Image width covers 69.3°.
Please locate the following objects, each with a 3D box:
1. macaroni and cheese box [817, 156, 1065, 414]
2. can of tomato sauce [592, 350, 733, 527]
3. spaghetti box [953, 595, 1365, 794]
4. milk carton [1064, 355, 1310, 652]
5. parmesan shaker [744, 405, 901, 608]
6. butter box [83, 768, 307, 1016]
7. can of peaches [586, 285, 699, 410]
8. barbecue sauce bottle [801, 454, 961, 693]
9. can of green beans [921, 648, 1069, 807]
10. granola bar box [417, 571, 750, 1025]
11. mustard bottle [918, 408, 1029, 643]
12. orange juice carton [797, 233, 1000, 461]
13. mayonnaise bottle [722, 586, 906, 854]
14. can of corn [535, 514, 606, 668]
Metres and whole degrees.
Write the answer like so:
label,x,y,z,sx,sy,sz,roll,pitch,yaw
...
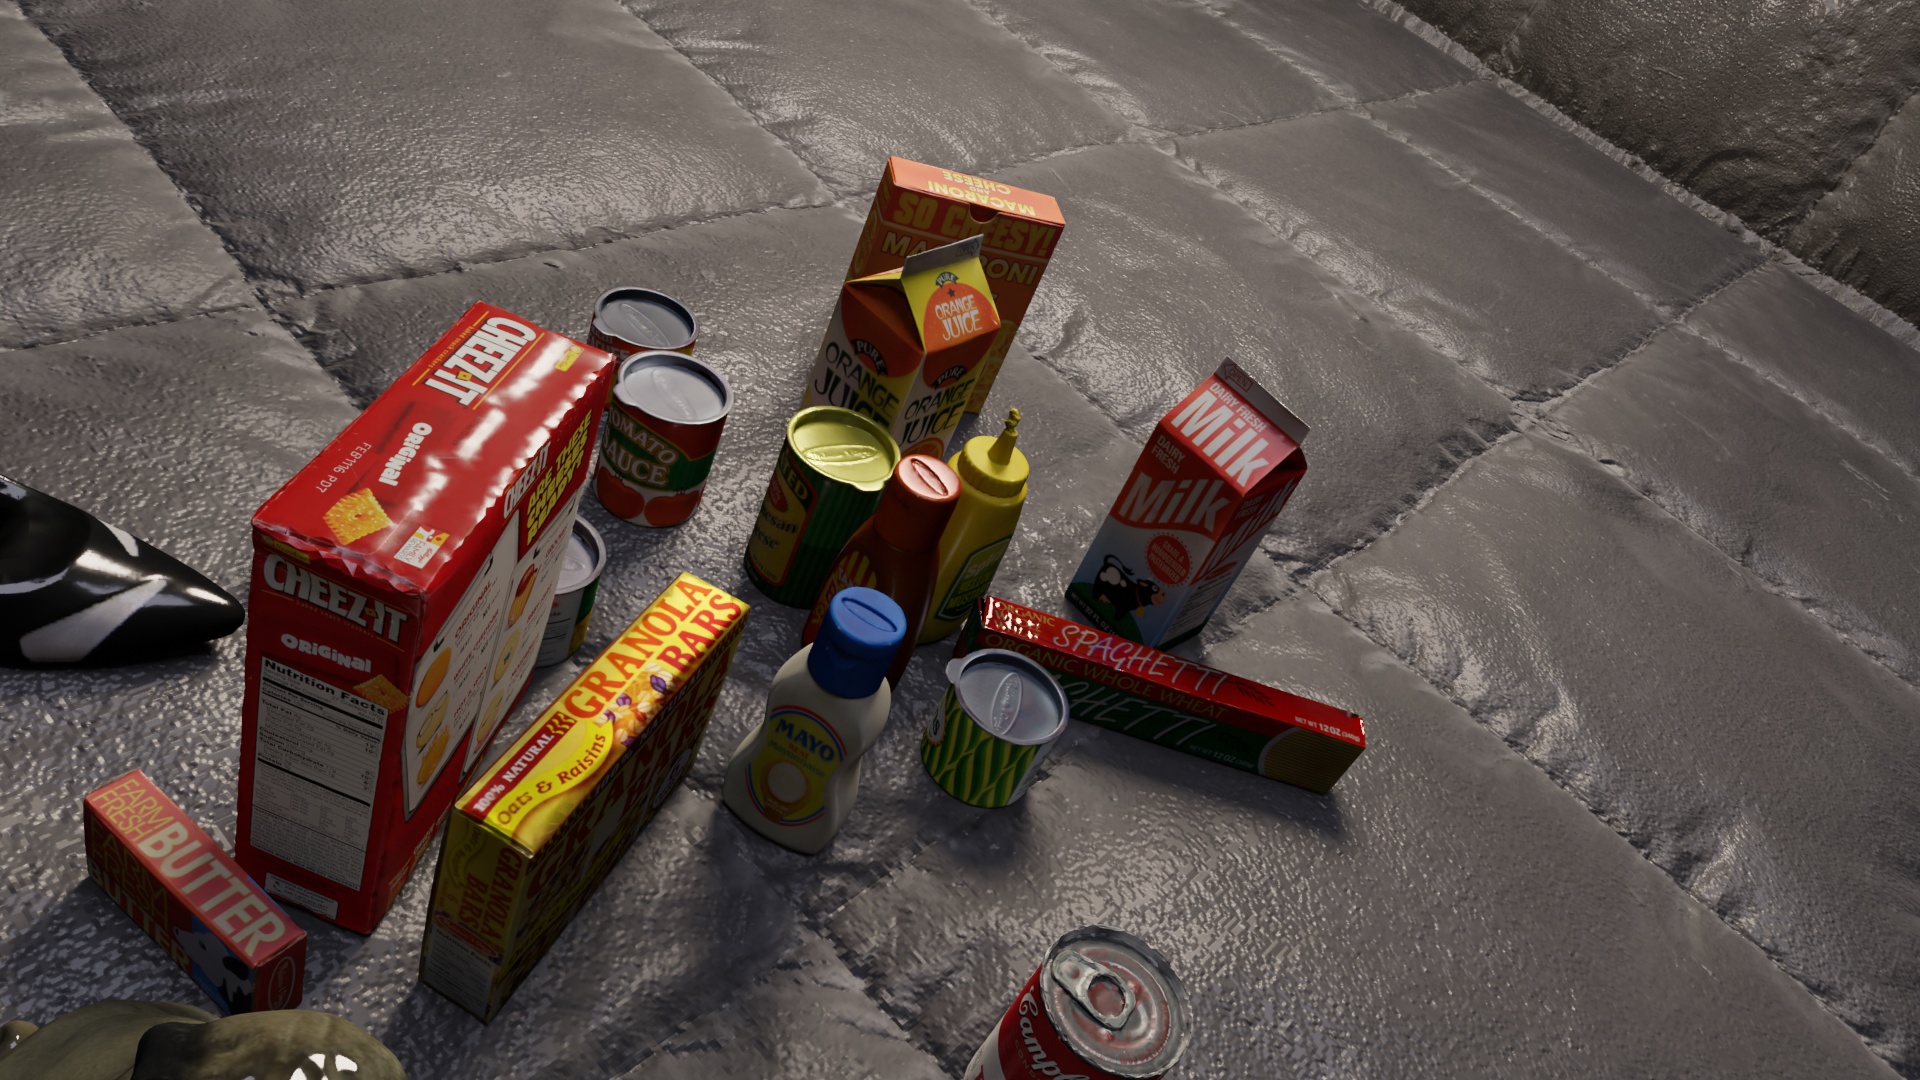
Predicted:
label,x,y,z,sx,sy,sz,roll,pitch,yaw
macaroni and cheese box,-0.016,-0.172,0.967,0.124,0.165,0.040,8,41,-21
can of tomato sauce,-0.177,-0.058,0.813,0.071,0.082,0.071,16,39,-13
spaghetti box,0.118,0.094,0.828,0.250,0.050,0.029,18,38,-10
milk carton,0.145,-0.019,0.860,0.074,0.189,0.072,-20,57,-43
parmesan shaker,-0.081,-0.016,0.801,0.071,0.102,0.072,16,39,-13
butter box,-0.299,0.140,0.540,0.103,0.052,0.024,37,39,14
can of peaches,-0.208,-0.120,0.887,0.071,0.057,0.071,15,39,-13
barbecue sauce bottle,-0.040,0.020,0.746,0.044,0.147,0.065,-16,54,-41
can of green beans,0.018,0.102,0.756,0.071,0.057,0.071,15,39,-13
granola bar box,-0.160,0.105,0.600,0.039,0.123,0.166,29,38,5
mustard bottle,0.003,-0.010,0.795,0.049,0.159,0.065,43,41,21
orange juice carton,-0.040,-0.101,0.849,0.073,0.191,0.072,42,41,20
mayonnaise bottle,-0.066,0.085,0.657,0.065,0.147,0.041,30,38,6
can of corn,-0.221,0.022,0.716,0.071,0.058,0.071,15,39,-13
